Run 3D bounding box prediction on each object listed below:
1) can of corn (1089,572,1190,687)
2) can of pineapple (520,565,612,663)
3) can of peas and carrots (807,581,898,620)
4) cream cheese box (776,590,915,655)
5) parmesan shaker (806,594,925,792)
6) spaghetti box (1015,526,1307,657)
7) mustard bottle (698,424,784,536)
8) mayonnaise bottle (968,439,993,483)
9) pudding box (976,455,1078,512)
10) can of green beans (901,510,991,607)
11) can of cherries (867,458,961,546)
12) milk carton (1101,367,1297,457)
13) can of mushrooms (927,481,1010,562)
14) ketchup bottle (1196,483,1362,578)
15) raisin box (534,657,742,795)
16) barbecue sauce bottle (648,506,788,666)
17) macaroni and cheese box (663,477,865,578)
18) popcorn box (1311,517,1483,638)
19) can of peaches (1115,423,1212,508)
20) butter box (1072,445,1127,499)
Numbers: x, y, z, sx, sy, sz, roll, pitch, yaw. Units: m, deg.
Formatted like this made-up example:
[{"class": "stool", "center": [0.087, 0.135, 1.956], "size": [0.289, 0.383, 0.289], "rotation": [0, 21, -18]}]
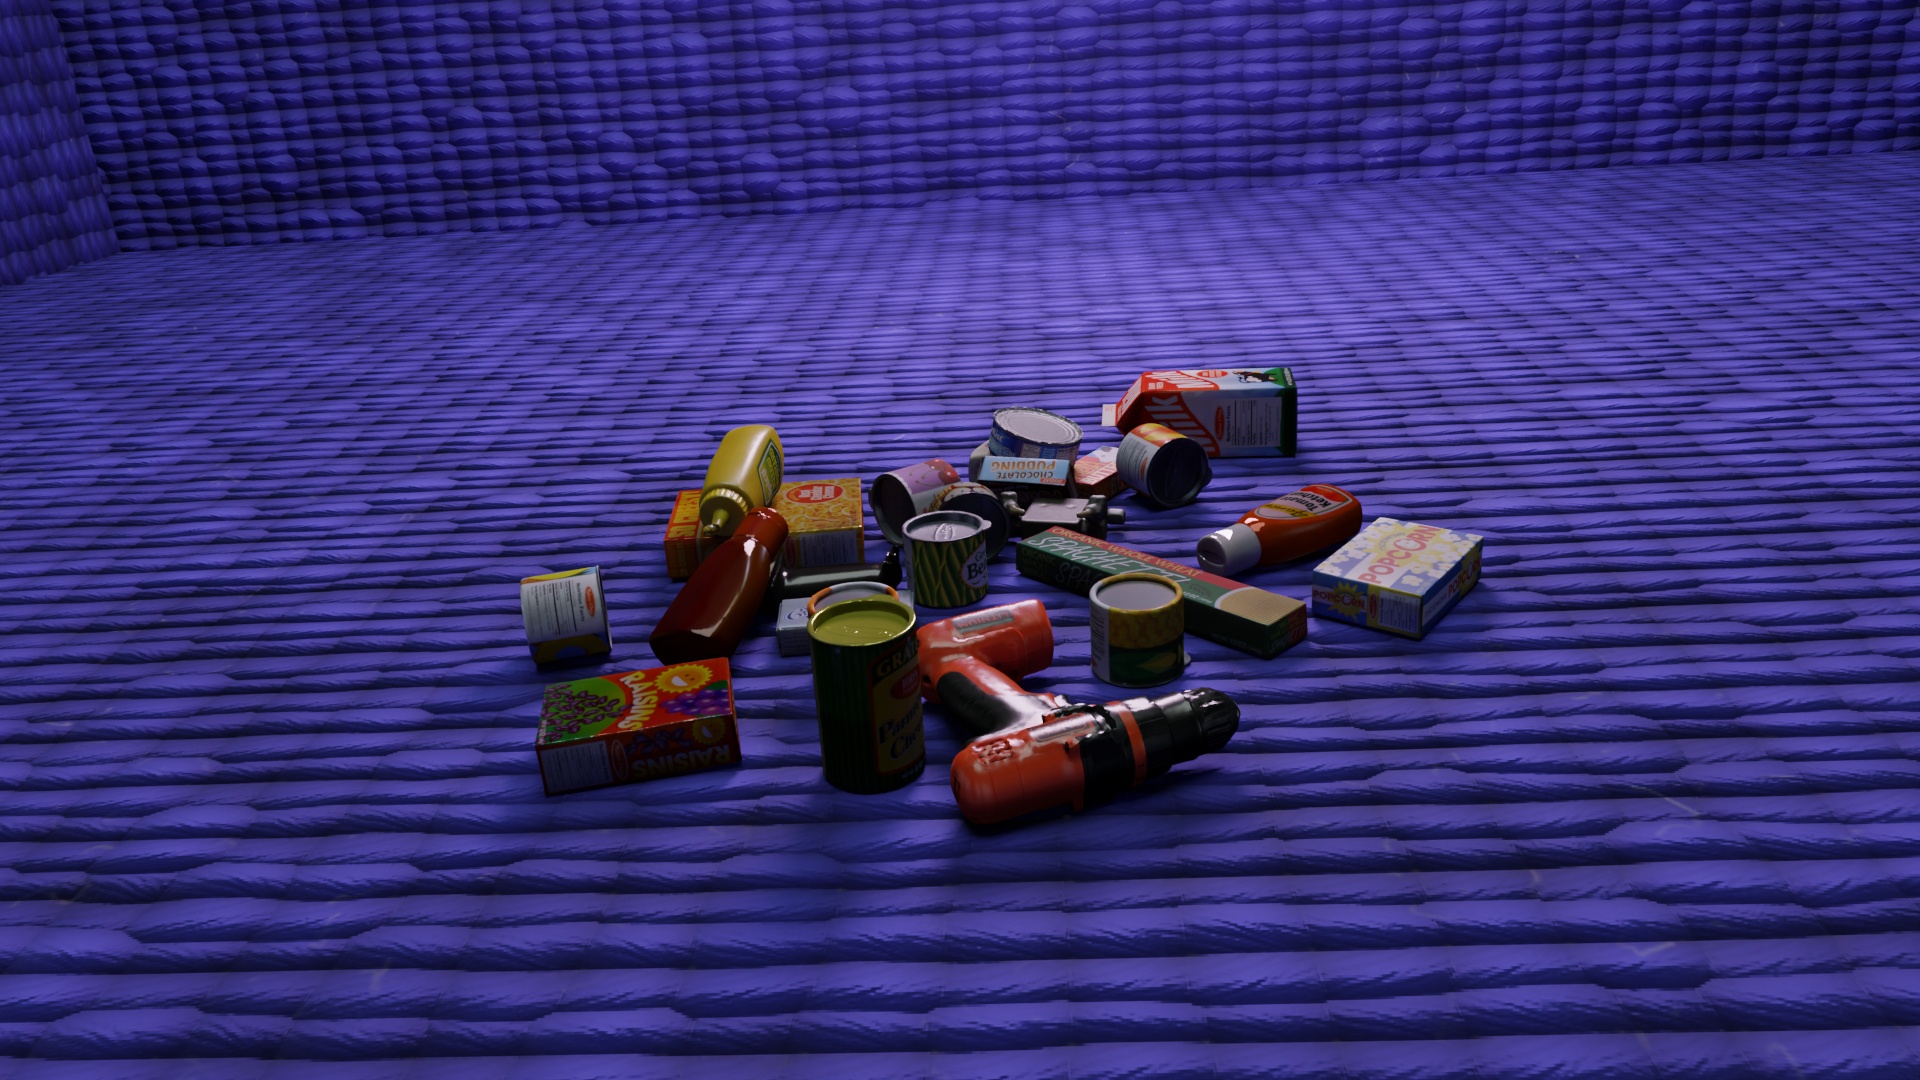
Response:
[{"class": "can of corn", "center": [0.126, 0.061, 0.970], "size": [0.071, 0.058, 0.071], "rotation": [-3, 22, 2]}, {"class": "can of pineapple", "center": [-0.296, 0.057, 1.046], "size": [0.058, 0.070, 0.071], "rotation": [-9, 22, -13]}, {"class": "can of peas and carrots", "center": [-0.074, 0.069, 0.984], "size": [0.071, 0.058, 0.071], "rotation": [-4, 22, 2]}, {"class": "cream cheese box", "center": [-0.086, 0.062, 1.049], "size": [0.104, 0.024, 0.053], "rotation": [-4, 22, -1]}, {"class": "parmesan shaker", "center": [-0.056, 0.094, 0.861], "size": [0.071, 0.102, 0.071], "rotation": [-3, 22, 2]}, {"class": "spaghetti box", "center": [0.147, 0.035, 1.070], "size": [0.050, 0.028, 0.250], "rotation": [-22, 28, -39]}, {"class": "mustard bottle", "center": [-0.188, -0.043, 1.170], "size": [0.049, 0.065, 0.161], "rotation": [-4, 29, 9]}, {"class": "mayonnaise bottle", "center": [0.053, -0.090, 1.375], "size": [0.065, 0.041, 0.149], "rotation": [8, 25, 13]}, {"class": "pudding box", "center": [0.061, -0.049, 1.257], "size": [0.084, 0.049, 0.030], "rotation": [5, 57, 18]}, {"class": "can of green beans", "center": [-0.012, 0.015, 1.108], "size": [0.071, 0.057, 0.071], "rotation": [-3, 22, 1]}, {"class": "can of cherries", "center": [-0.038, -0.036, 1.223], "size": [0.058, 0.071, 0.071], "rotation": [-20, 27, -34]}, {"class": "milk carton", "center": [0.238, -0.128, 1.397], "size": [0.190, 0.073, 0.072], "rotation": [-1, 22, 8]}, {"class": "can of mushrooms", "center": [0.004, -0.015, 1.164], "size": [0.071, 0.070, 0.033], "rotation": [-8, 21, -10]}, {"class": "ketchup bottle", "center": [0.258, -0.006, 1.134], "size": [0.149, 0.043, 0.065], "rotation": [-19, 27, -32]}, {"class": "raisin box", "center": [-0.209, 0.120, 0.909], "size": [0.123, 0.040, 0.086], "rotation": [-9, 22, -9]}, {"class": "barbecue sauce bottle", "center": [-0.175, 0.034, 1.050], "size": [0.065, 0.043, 0.149], "rotation": [-3, 39, 26]}, {"class": "macaroni and cheese box", "center": [-0.169, -0.012, 1.223], "size": [0.167, 0.040, 0.124], "rotation": [-5, 23, -3]}, {"class": "popcorn box", "center": [0.331, 0.026, 1.049], "size": [0.085, 0.038, 0.127], "rotation": [13, 28, 37]}, {"class": "can of peaches", "center": [0.186, -0.069, 1.272], "size": [0.071, 0.071, 0.058], "rotation": [-13, 23, -21]}, {"class": "butter box", "center": [0.131, -0.061, 1.316], "size": [0.053, 0.024, 0.104], "rotation": [11, 26, 34]}]
